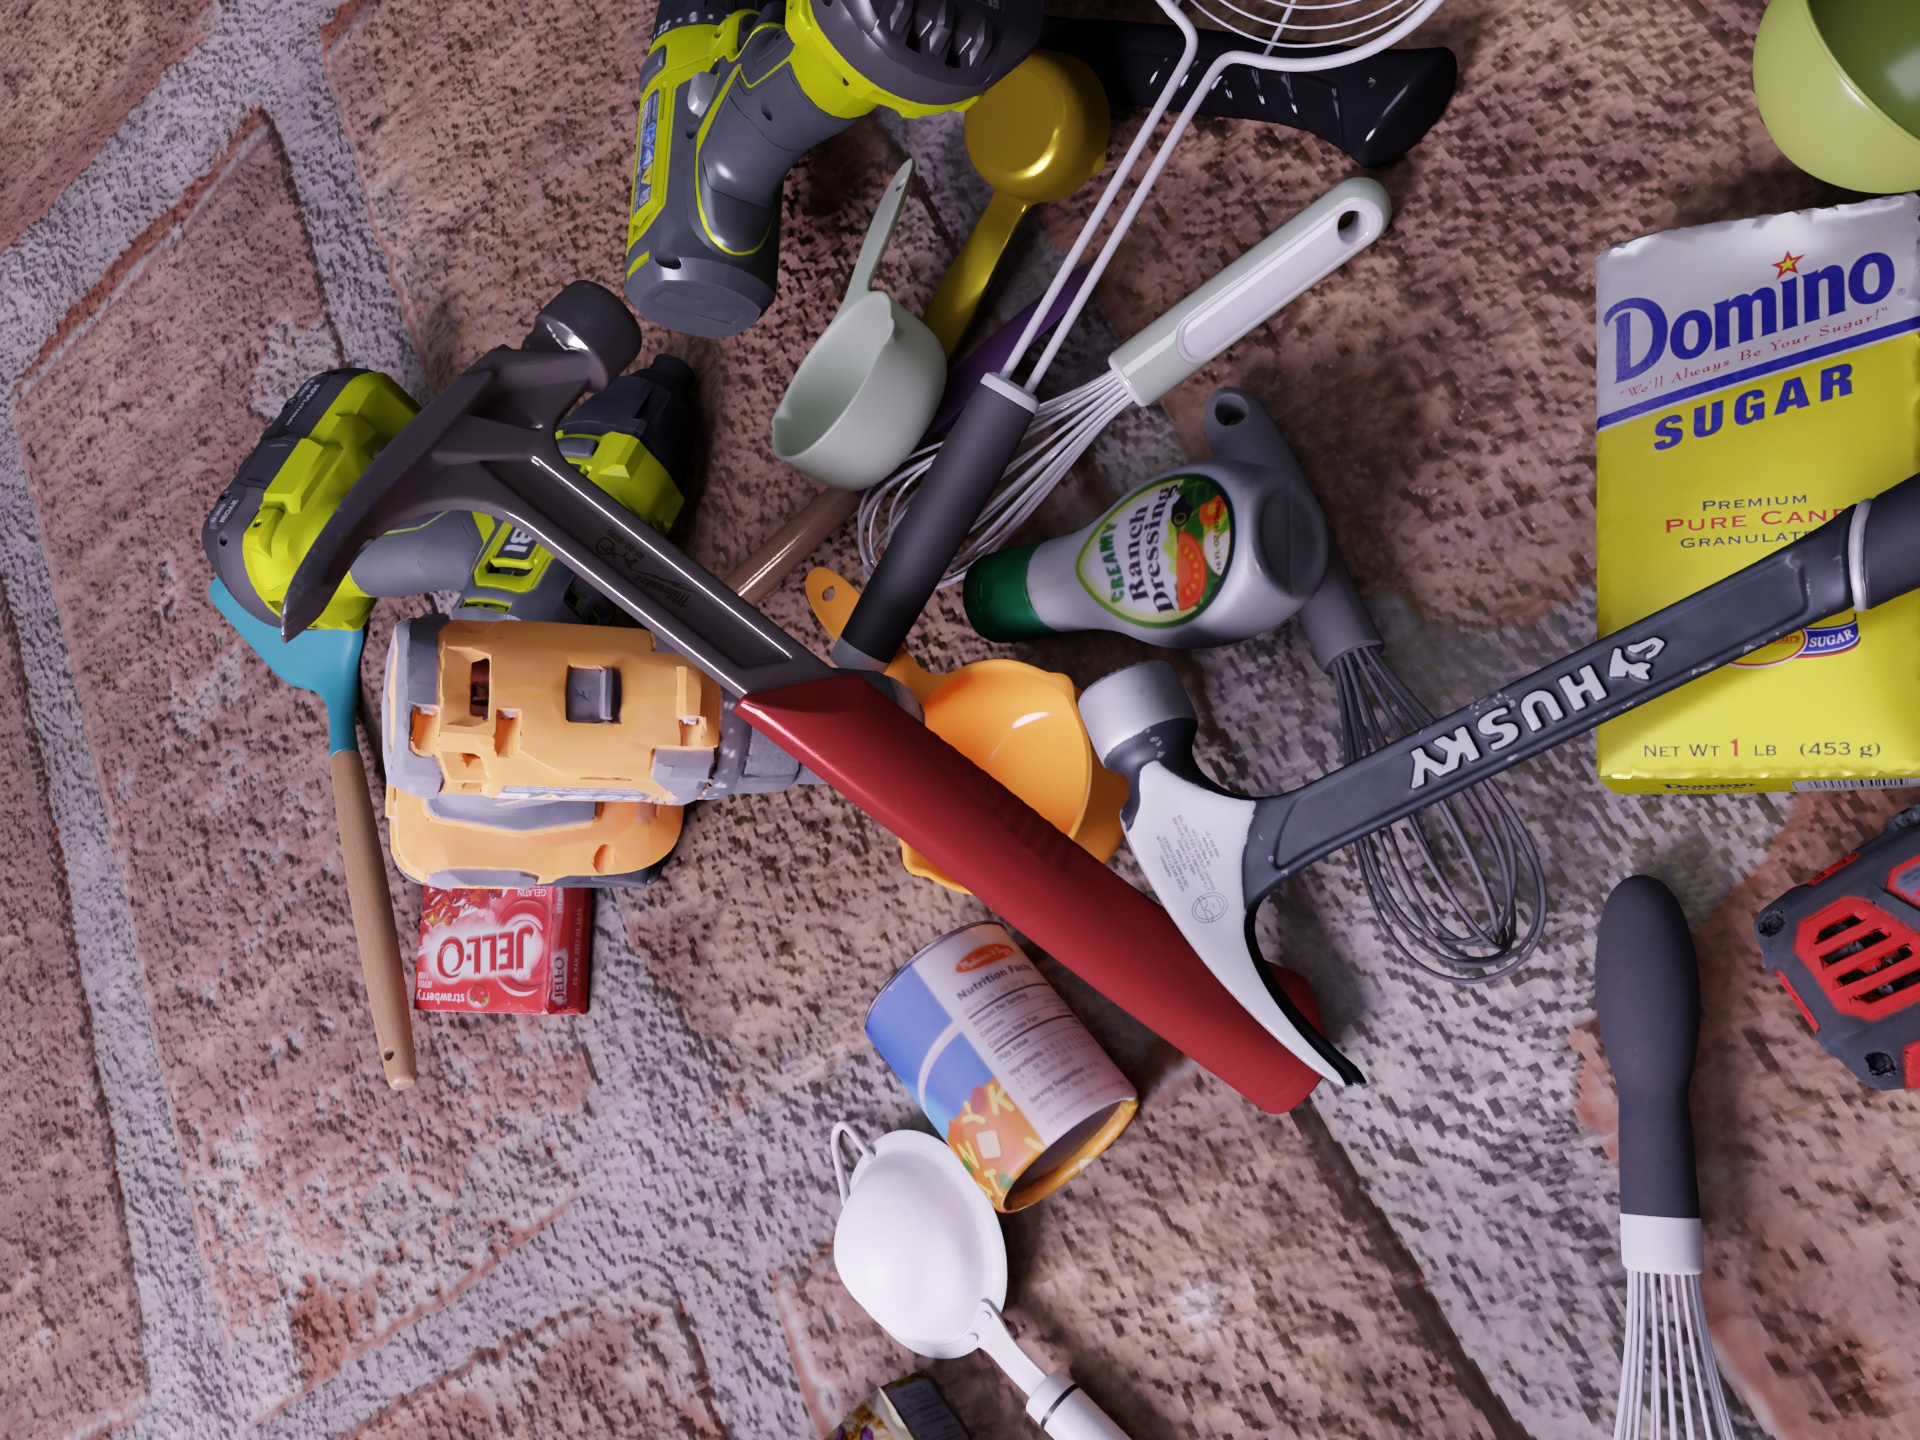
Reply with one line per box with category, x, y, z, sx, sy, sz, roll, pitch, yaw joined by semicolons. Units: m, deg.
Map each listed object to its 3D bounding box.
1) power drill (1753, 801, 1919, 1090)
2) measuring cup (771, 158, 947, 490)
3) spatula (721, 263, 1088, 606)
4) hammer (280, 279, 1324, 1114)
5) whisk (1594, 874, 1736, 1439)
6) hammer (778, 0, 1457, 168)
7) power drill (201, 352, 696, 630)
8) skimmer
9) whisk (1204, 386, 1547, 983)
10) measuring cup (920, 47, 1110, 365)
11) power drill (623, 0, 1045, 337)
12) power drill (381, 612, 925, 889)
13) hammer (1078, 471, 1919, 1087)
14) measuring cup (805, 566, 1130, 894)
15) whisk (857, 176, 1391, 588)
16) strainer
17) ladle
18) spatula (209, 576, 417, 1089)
power drill;0.342;0.094;0.389;0.188;0.080;0.227;-36;62;20
measuring cup;-0.028;-0.164;0.648;0.083;0.038;0.168;-25;42;46
spatula;-0.062;-0.086;0.688;0.316;0.018;0.060;-39;21;23
hammer;-0.029;0.020;0.516;0.359;0.036;0.149;38;66;-8
whisk;0.206;0.186;0.464;0.070;0.070;0.285;-6;73;30
hammer;0.042;-0.282;0.659;0.335;0.035;0.146;23;93;32
power drill;-0.235;-0.106;0.757;0.223;0.080;0.171;7;61;29
skimmer;0.046;-0.168;0.548;0.127;0.090;0.363;30;100;-1
whisk;0.133;-0.021;0.553;0.055;0.055;0.239;-31;62;23
measuring cup;0.005;-0.197;0.648;0.062;0.029;0.156;41;118;20
power drill;-0.063;-0.277;0.620;0.228;0.080;0.191;-16;68;56
power drill;-0.131;0.015;0.622;0.226;0.185;0.084;150;120;-65
hammer;0.234;-0.032;0.444;0.409;0.036;0.149;-28;69;19
measuring cup;-0.001;-0.002;0.625;0.095;0.052;0.174;-51;56;14
whisk;0.058;-0.127;0.616;0.246;0.057;0.059;-34;28;17
strainer;0.026;0.237;0.571;0.259;0.050;0.086;37;116;27
ladle;0.353;-0.275;0.443;0.320;0.062;0.078;-45;91;6
spatula;-0.314;0.037;0.796;0.082;0.044;0.318;-31;59;13
